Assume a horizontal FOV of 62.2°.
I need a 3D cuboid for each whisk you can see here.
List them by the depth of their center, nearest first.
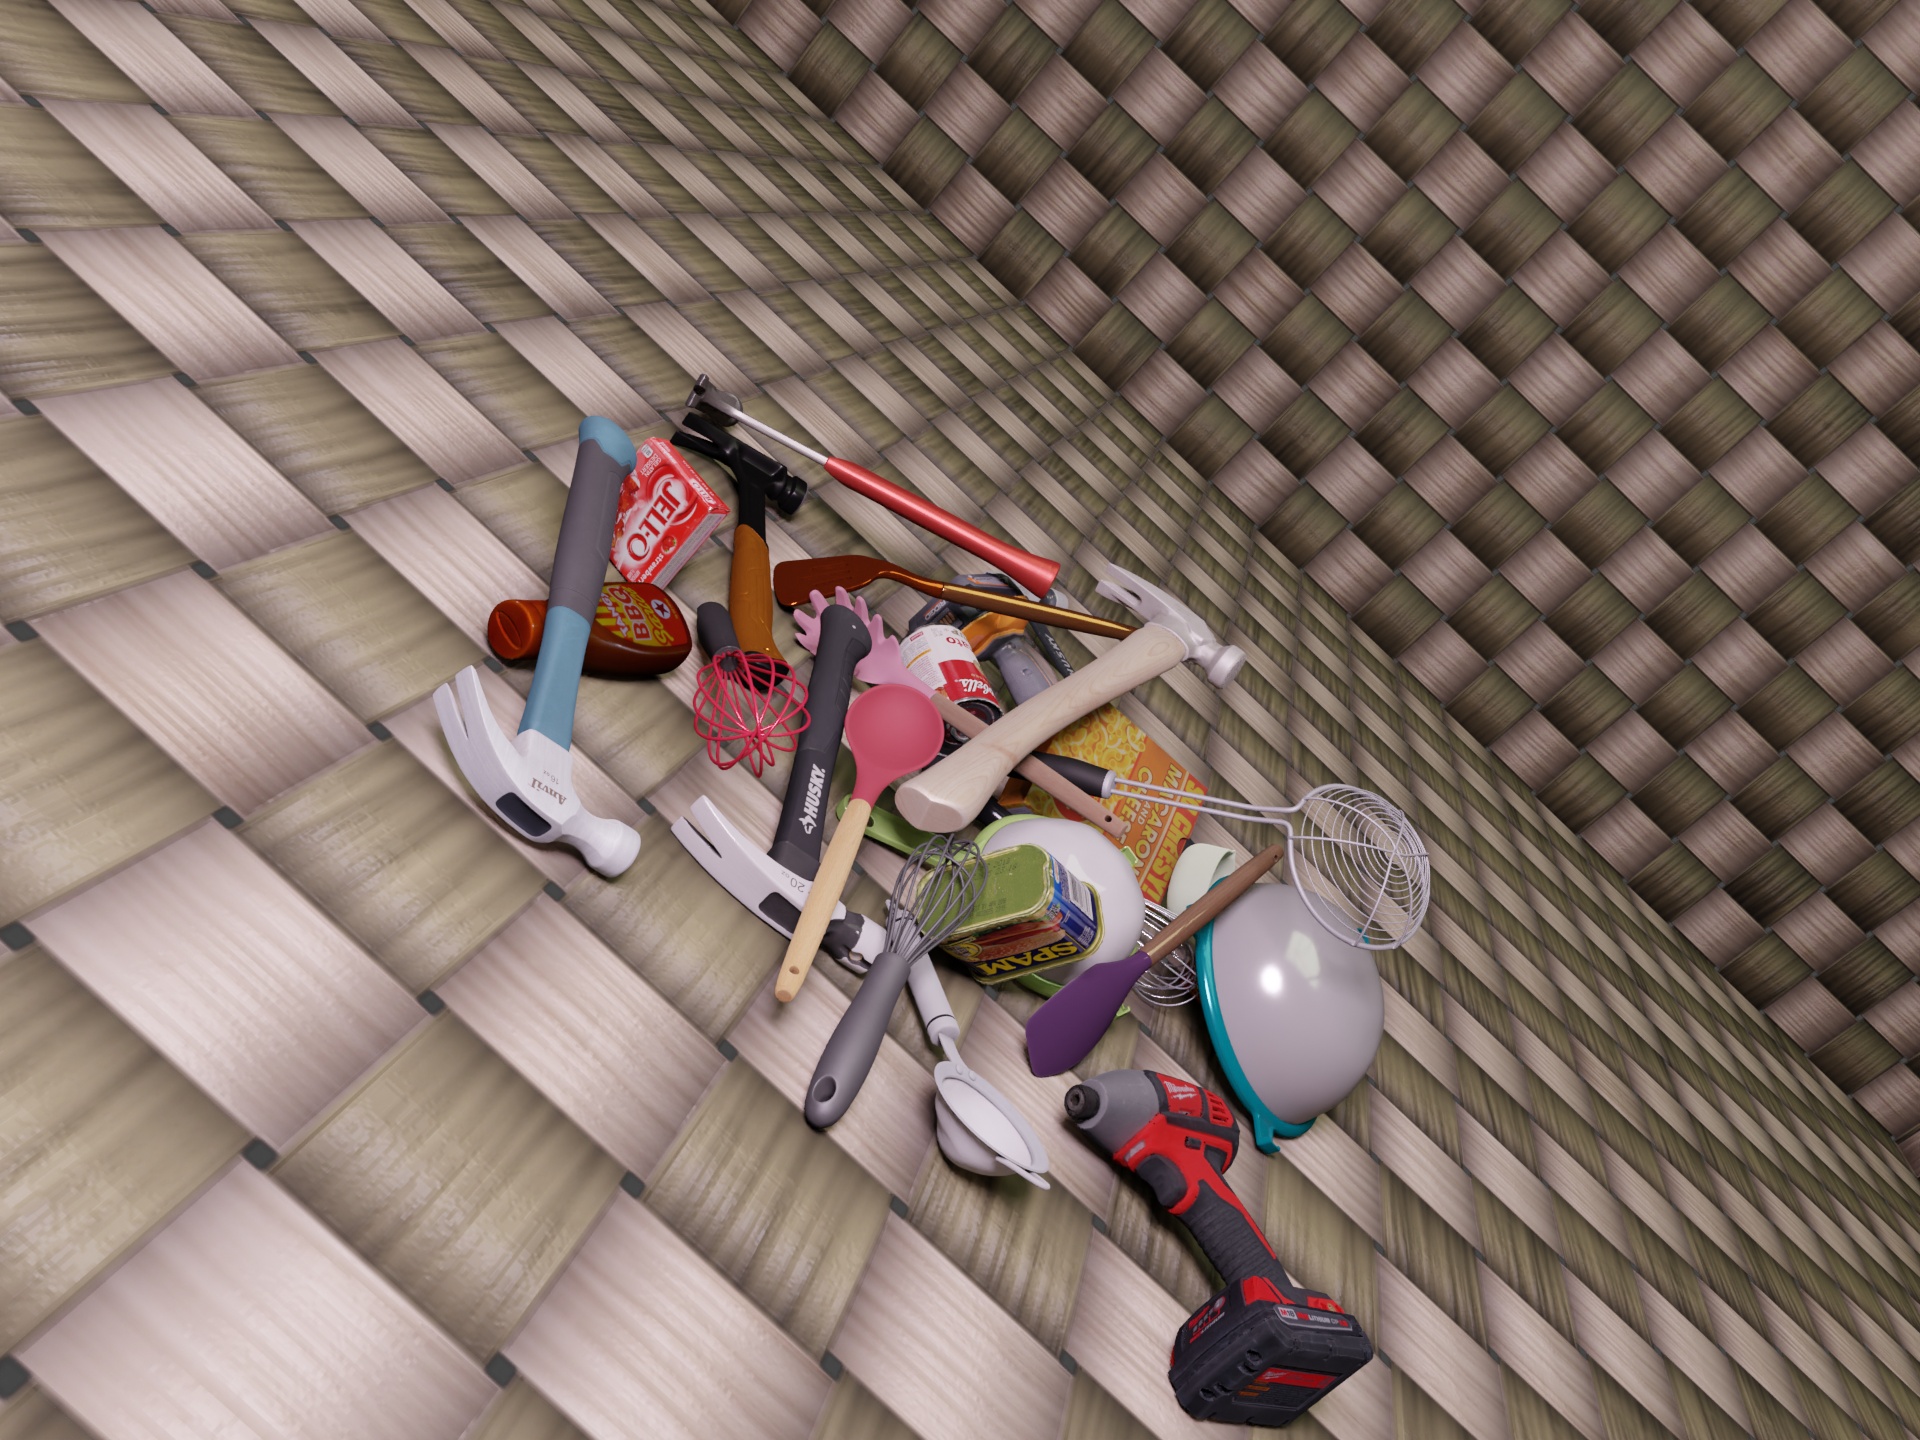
[{"bbox_3d":[-0.037,0.146,0.933,0.055,0.055,0.239,40,40,-10],"label":"whisk"},{"bbox_3d":[-0.148,-0.033,1.036,0.073,0.073,0.296,35,6,-22],"label":"whisk"},{"bbox_3d":[0.082,0.120,1.242,0.284,0.070,0.070,39,22,1],"label":"whisk"}]

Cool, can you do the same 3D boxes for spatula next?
[{"bbox_3d":[0.147,0.162,1.145,0.316,0.018,0.059,-30,117,-42],"label":"spatula"},{"bbox_3d":[0.003,-0.098,1.350,0.322,0.041,0.081,12,28,-17],"label":"spatula"}]

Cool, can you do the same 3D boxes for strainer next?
[{"bbox_3d":[-0.008,0.196,0.964,0.086,0.050,0.259,35,17,-36],"label":"strainer"},{"bbox_3d":[0.036,0.100,1.133,0.256,0.069,0.152,26,47,-19],"label":"strainer"},{"bbox_3d":[0.309,0.209,1.309,0.340,0.095,0.211,-10,81,-58],"label":"strainer"}]

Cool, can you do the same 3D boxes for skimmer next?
[{"bbox_3d":[0.173,0.080,1.212,0.363,0.090,0.127,12,53,21],"label":"skimmer"}]

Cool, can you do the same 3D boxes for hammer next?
[{"bbox_3d":[-0.230,-0.067,0.947,0.128,0.033,0.331,38,34,-35],"label":"hammer"},{"bbox_3d":[-0.102,0.017,1.082,0.146,0.035,0.335,36,30,-20],"label":"hammer"},{"bbox_3d":[0.074,-0.019,1.230,0.146,0.038,0.410,38,38,17],"label":"hammer"},{"bbox_3d":[-0.173,-0.135,1.271,0.127,0.034,0.337,29,27,-26],"label":"hammer"},{"bbox_3d":[-0.075,-0.208,1.420,0.359,0.036,0.149,28,5,-3],"label":"hammer"},{"bbox_3d":[0.133,-0.004,1.584,0.149,0.036,0.409,18,34,-47],"label":"hammer"}]

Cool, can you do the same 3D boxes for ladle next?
[{"bbox_3d":[-0.067,0.069,0.996,0.069,0.031,0.316,20,33,-1],"label":"ladle"}]

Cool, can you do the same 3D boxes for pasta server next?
[{"bbox_3d":[-0.002,-0.004,1.228,0.316,0.060,0.040,35,-14,21],"label":"pasta server"}]

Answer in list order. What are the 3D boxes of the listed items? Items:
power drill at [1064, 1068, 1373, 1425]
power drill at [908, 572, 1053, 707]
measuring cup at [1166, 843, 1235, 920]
[{"bbox_3d":[0.147,0.312,0.985,0.143,0.078,0.220,26,25,-39],"label":"power drill"},{"bbox_3d":[0.050,-0.022,1.415,0.226,0.084,0.185,54,25,12],"label":"power drill"},{"bbox_3d":[0.210,0.162,1.367,0.038,0.083,0.167,16,-24,23],"label":"measuring cup"}]
